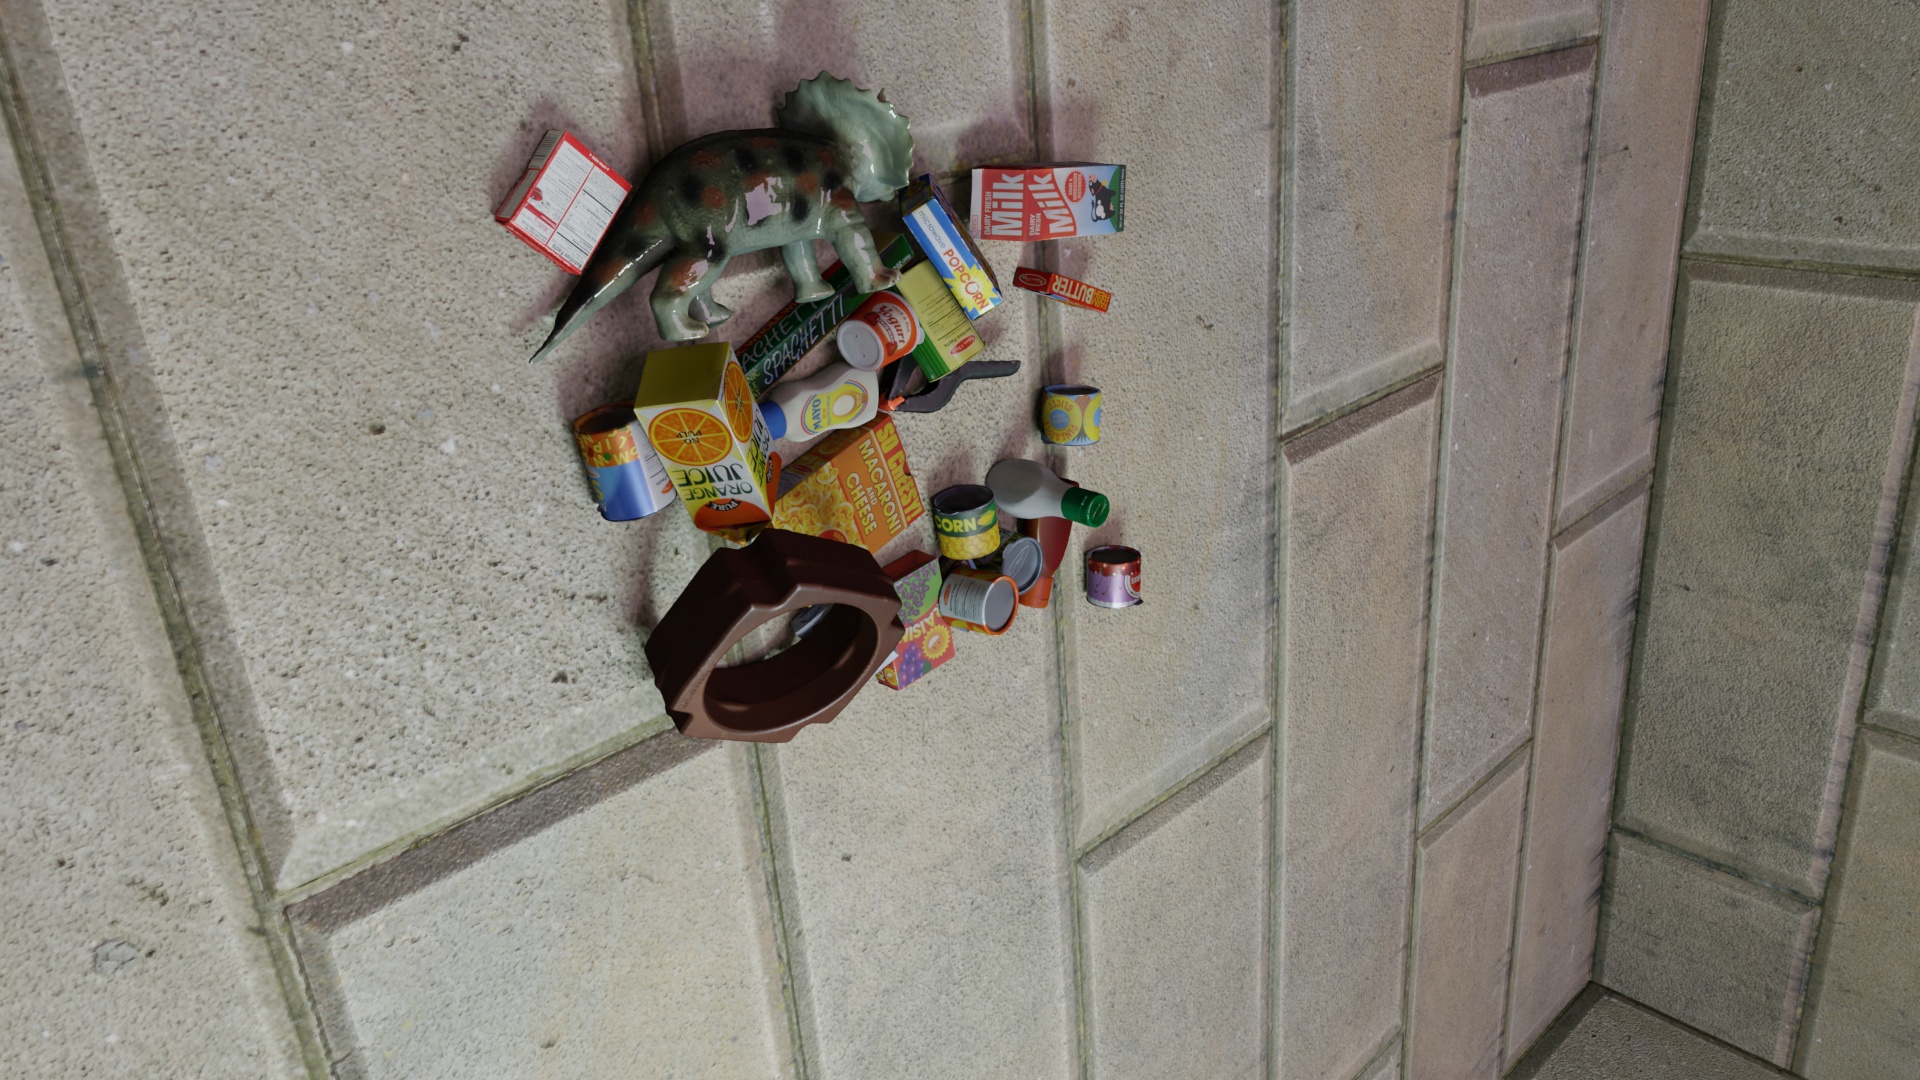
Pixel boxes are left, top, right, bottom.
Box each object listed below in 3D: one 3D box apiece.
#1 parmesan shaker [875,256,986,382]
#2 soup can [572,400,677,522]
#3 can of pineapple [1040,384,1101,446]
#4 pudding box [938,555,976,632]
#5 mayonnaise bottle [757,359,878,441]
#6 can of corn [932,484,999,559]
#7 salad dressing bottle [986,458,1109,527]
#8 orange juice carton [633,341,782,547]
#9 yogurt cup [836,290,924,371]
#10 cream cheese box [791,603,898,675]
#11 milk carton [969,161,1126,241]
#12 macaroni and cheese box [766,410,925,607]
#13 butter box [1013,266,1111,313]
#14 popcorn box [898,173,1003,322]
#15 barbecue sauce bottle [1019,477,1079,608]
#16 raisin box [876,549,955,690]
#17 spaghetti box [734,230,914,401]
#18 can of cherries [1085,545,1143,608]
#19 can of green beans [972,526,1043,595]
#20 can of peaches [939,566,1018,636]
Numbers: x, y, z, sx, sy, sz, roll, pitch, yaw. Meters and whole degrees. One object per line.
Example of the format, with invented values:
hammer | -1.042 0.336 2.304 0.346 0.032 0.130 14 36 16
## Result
parmesan shaker | -0.029 -0.216 1.347 0.071 0.071 0.103 -40 103 -28
soup can | -0.285 -0.067 1.170 0.072 0.071 0.083 -32 123 -33
can of pineapple | 0.122 -0.140 1.544 0.071 0.071 0.057 -15 113 -41
pudding box | 0.000 0.054 1.515 0.050 0.030 0.083 -46 131 -23
mayonnaise bottle | -0.144 -0.124 1.304 0.149 0.041 0.064 -25 129 -37
can of corn | 0.005 -0.018 1.469 0.071 0.071 0.058 -29 123 -35
salad dressing bottle | 0.093 -0.048 1.487 0.044 0.148 0.064 43 74 -44
orange juice carton | -0.207 -0.075 1.195 0.191 0.073 0.072 72 15 -48
yogurt cup | -0.080 -0.194 1.306 0.054 0.072 0.072 -46 132 -43
cream cheese box | -0.115 0.098 1.394 0.053 0.024 0.103 -40 125 11
milk carton | 0.080 -0.349 1.428 0.191 0.073 0.072 -15 114 -41
macaroni and cheese box | -0.118 -0.033 1.361 0.167 0.040 0.123 -40 130 -28
butter box | 0.111 -0.270 1.499 0.103 0.053 0.024 8 100 -46
popcorn box | -0.010 -0.282 1.334 0.038 0.085 0.126 -31 117 11
barbecue sauce bottle | 0.095 0.002 1.582 0.065 0.044 0.148 0 104 -44
raisin box | -0.057 0.084 1.463 0.086 0.040 0.123 -30 122 -35
spaghetti box | -0.142 -0.201 1.275 0.251 0.050 0.028 -47 129 -23
can of cherries | 0.186 0.043 1.666 0.072 0.071 0.058 -18 115 -40
can of green beans | 0.049 0.021 1.532 0.071 0.058 0.071 -17 115 -40
can of peaches | 0.022 0.064 1.468 0.071 0.058 0.071 -17 111 -50
